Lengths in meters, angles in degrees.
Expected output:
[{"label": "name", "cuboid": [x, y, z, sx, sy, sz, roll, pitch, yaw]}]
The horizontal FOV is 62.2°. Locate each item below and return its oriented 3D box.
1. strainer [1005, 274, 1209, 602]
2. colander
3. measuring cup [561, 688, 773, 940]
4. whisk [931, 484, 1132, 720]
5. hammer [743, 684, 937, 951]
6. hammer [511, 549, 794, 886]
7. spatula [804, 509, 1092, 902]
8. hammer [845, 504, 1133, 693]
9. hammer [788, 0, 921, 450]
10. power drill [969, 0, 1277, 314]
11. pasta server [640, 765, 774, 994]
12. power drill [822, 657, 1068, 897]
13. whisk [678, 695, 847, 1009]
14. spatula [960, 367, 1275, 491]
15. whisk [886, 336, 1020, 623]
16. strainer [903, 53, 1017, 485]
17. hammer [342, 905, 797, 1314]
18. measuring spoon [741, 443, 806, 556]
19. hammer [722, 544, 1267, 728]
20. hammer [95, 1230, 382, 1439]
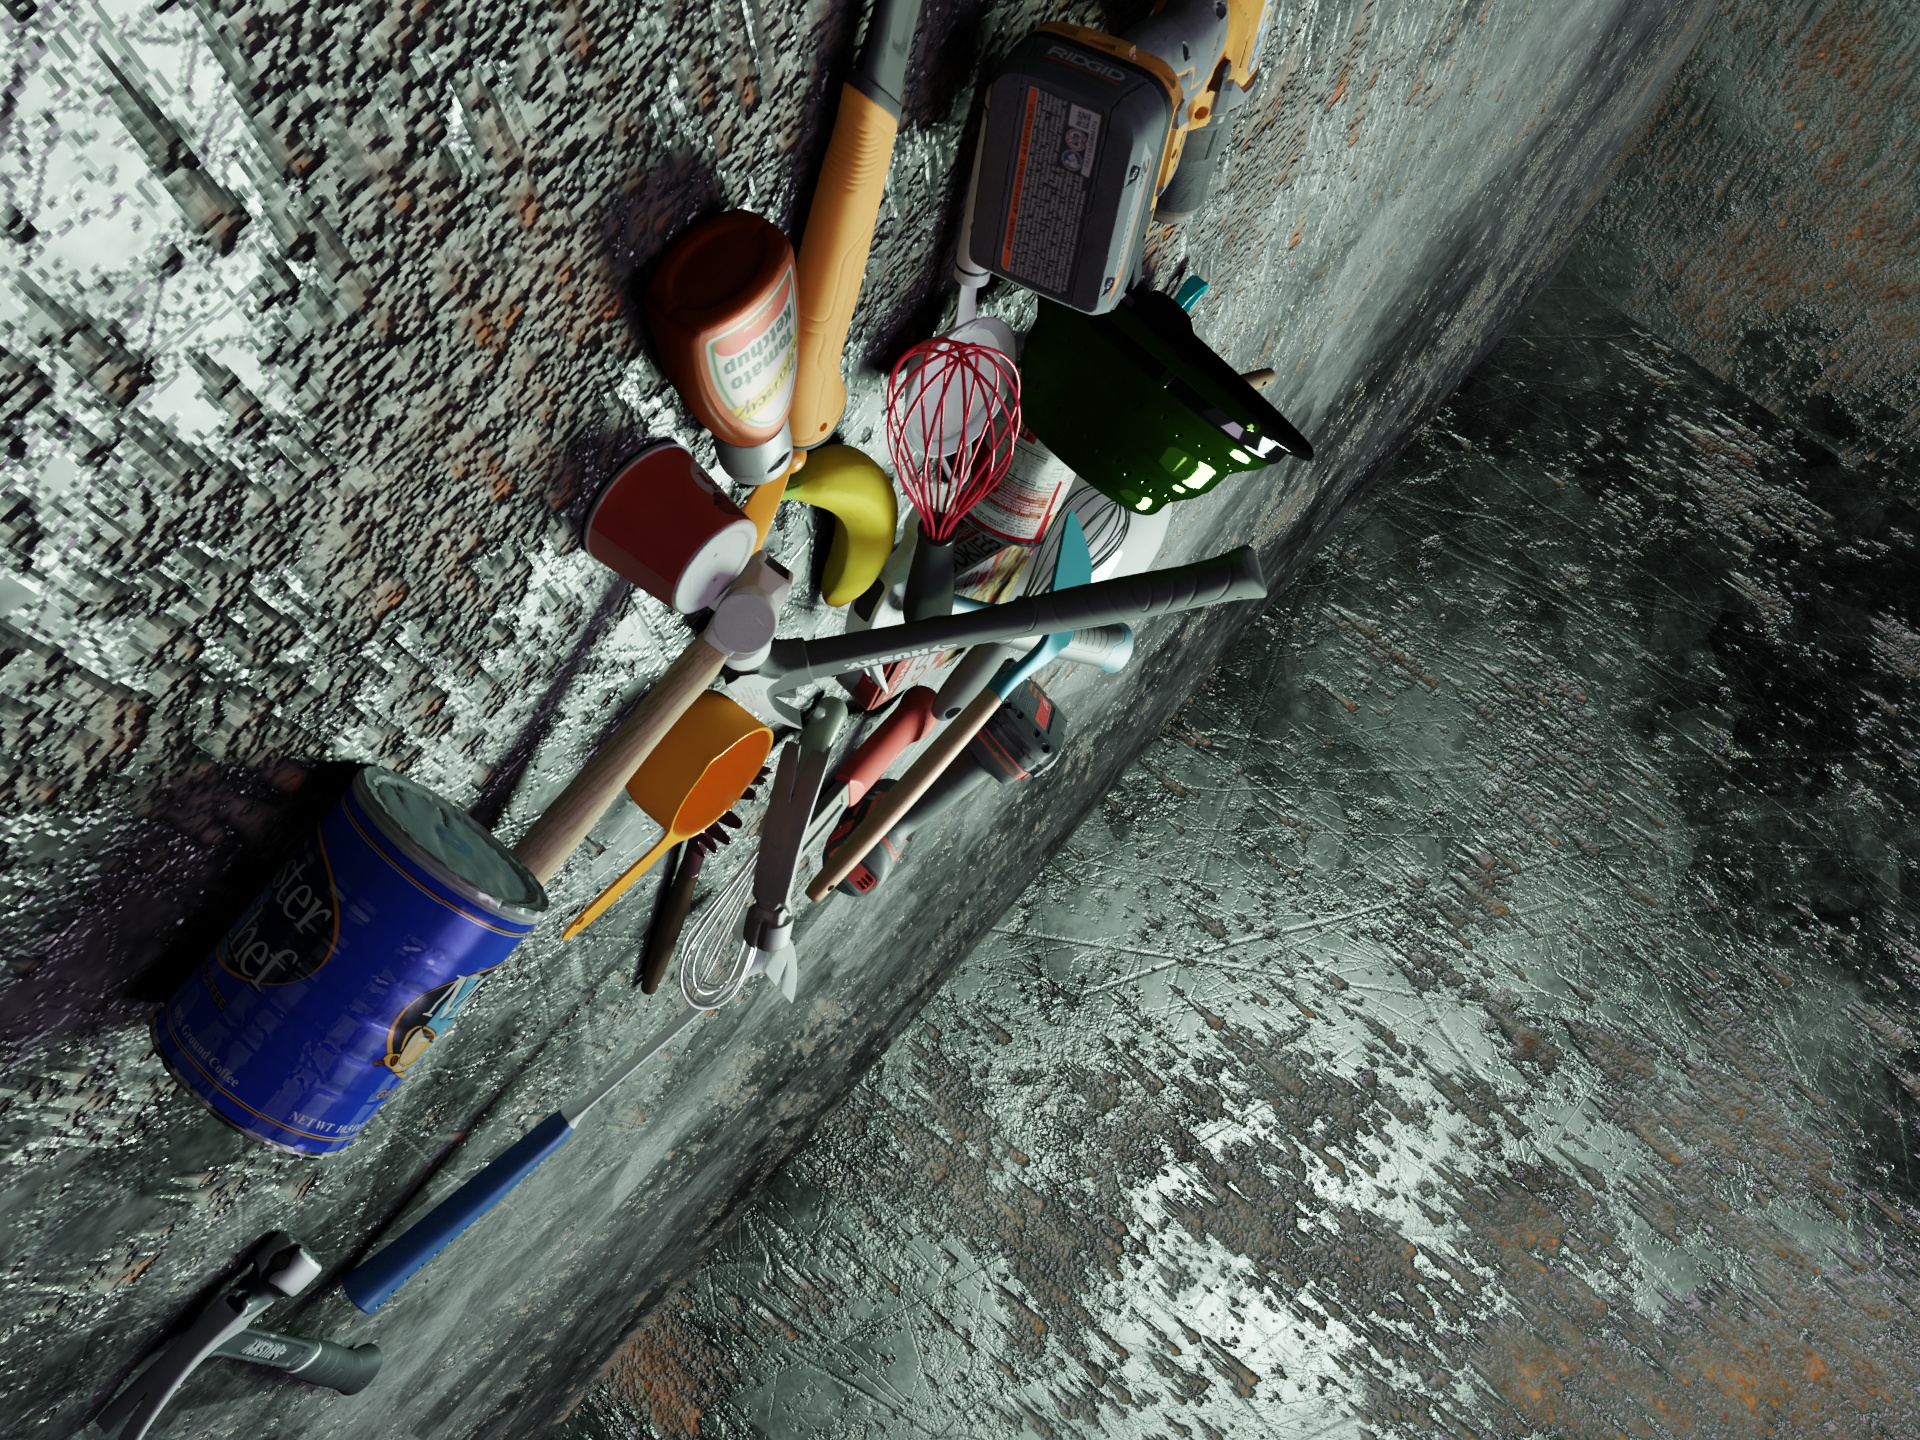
[{"label": "strainer", "cuboid": [0.136, -0.194, 1.287, 0.211, 0.095, 0.340, -36, 162, -49]}, {"label": "colander", "cuboid": [0.108, -0.213, 1.001, 0.094, 0.204, 0.397, -50, -173, 19]}, {"label": "measuring cup", "cuboid": [-0.190, 0.053, 0.952, 0.173, 0.052, 0.095, -46, 167, -12]}, {"label": "whisk", "cuboid": [0.050, -0.088, 1.225, 0.239, 0.055, 0.055, -51, 168, 21]}, {"label": "hammer", "cuboid": [-0.073, 0.031, 1.183, 0.359, 0.037, 0.149, -52, 159, -67]}, {"label": "hammer", "cuboid": [-0.199, 0.039, 0.852, 0.331, 0.031, 0.130, -48, -167, 15]}, {"label": "spatula", "cuboid": [-0.002, -0.003, 1.081, 0.317, 0.044, 0.082, -48, 151, -11]}, {"label": "hammer", "cuboid": [0.035, -0.069, 1.145, 0.330, 0.033, 0.128, 8, 122, -55]}, {"label": "hammer", "cuboid": [-0.045, -0.235, 0.659, 0.127, 0.034, 0.336, -43, 166, -35]}, {"label": "power drill", "cuboid": [0.089, -0.293, 0.791, 0.226, 0.084, 0.185, -55, 165, -35]}, {"label": "pasta server", "cuboid": [-0.198, 0.127, 1.172, 0.060, 0.040, 0.316, -64, -179, -42]}, {"label": "power drill", "cuboid": [-0.017, 0.048, 1.378, 0.226, 0.080, 0.188, -39, -172, 17]}, {"label": "whisk", "cuboid": [-0.140, 0.094, 1.153, 0.059, 0.058, 0.246, 34, 76, -42]}, {"label": "spatula", "cuboid": [0.126, -0.224, 1.179, 0.316, 0.018, 0.059, -23, 149, -33]}, {"label": "whisk", "cuboid": [-0.011, -0.118, 0.896, 0.073, 0.073, 0.295, -46, 167, -21]}, {"label": "strainer", "cuboid": [0.005, -0.232, 0.837, 0.087, 0.050, 0.258, -33, 155, -31]}, {"label": "hammer", "cuboid": [-0.287, 0.293, 1.195, 0.405, 0.035, 0.144, -40, -161, -11]}, {"label": "measuring spoon", "cuboid": [-0.107, -0.104, 0.835, 0.021, 0.011, 0.117, 5, 144, -27]}, {"label": "hammer", "cuboid": [0.024, -0.058, 0.971, 0.334, 0.035, 0.146, -11, 164, -2]}, {"label": "hammer", "cuboid": [-0.481, 0.459, 1.139, 0.149, 0.036, 0.408, -44, 167, -23]}]
